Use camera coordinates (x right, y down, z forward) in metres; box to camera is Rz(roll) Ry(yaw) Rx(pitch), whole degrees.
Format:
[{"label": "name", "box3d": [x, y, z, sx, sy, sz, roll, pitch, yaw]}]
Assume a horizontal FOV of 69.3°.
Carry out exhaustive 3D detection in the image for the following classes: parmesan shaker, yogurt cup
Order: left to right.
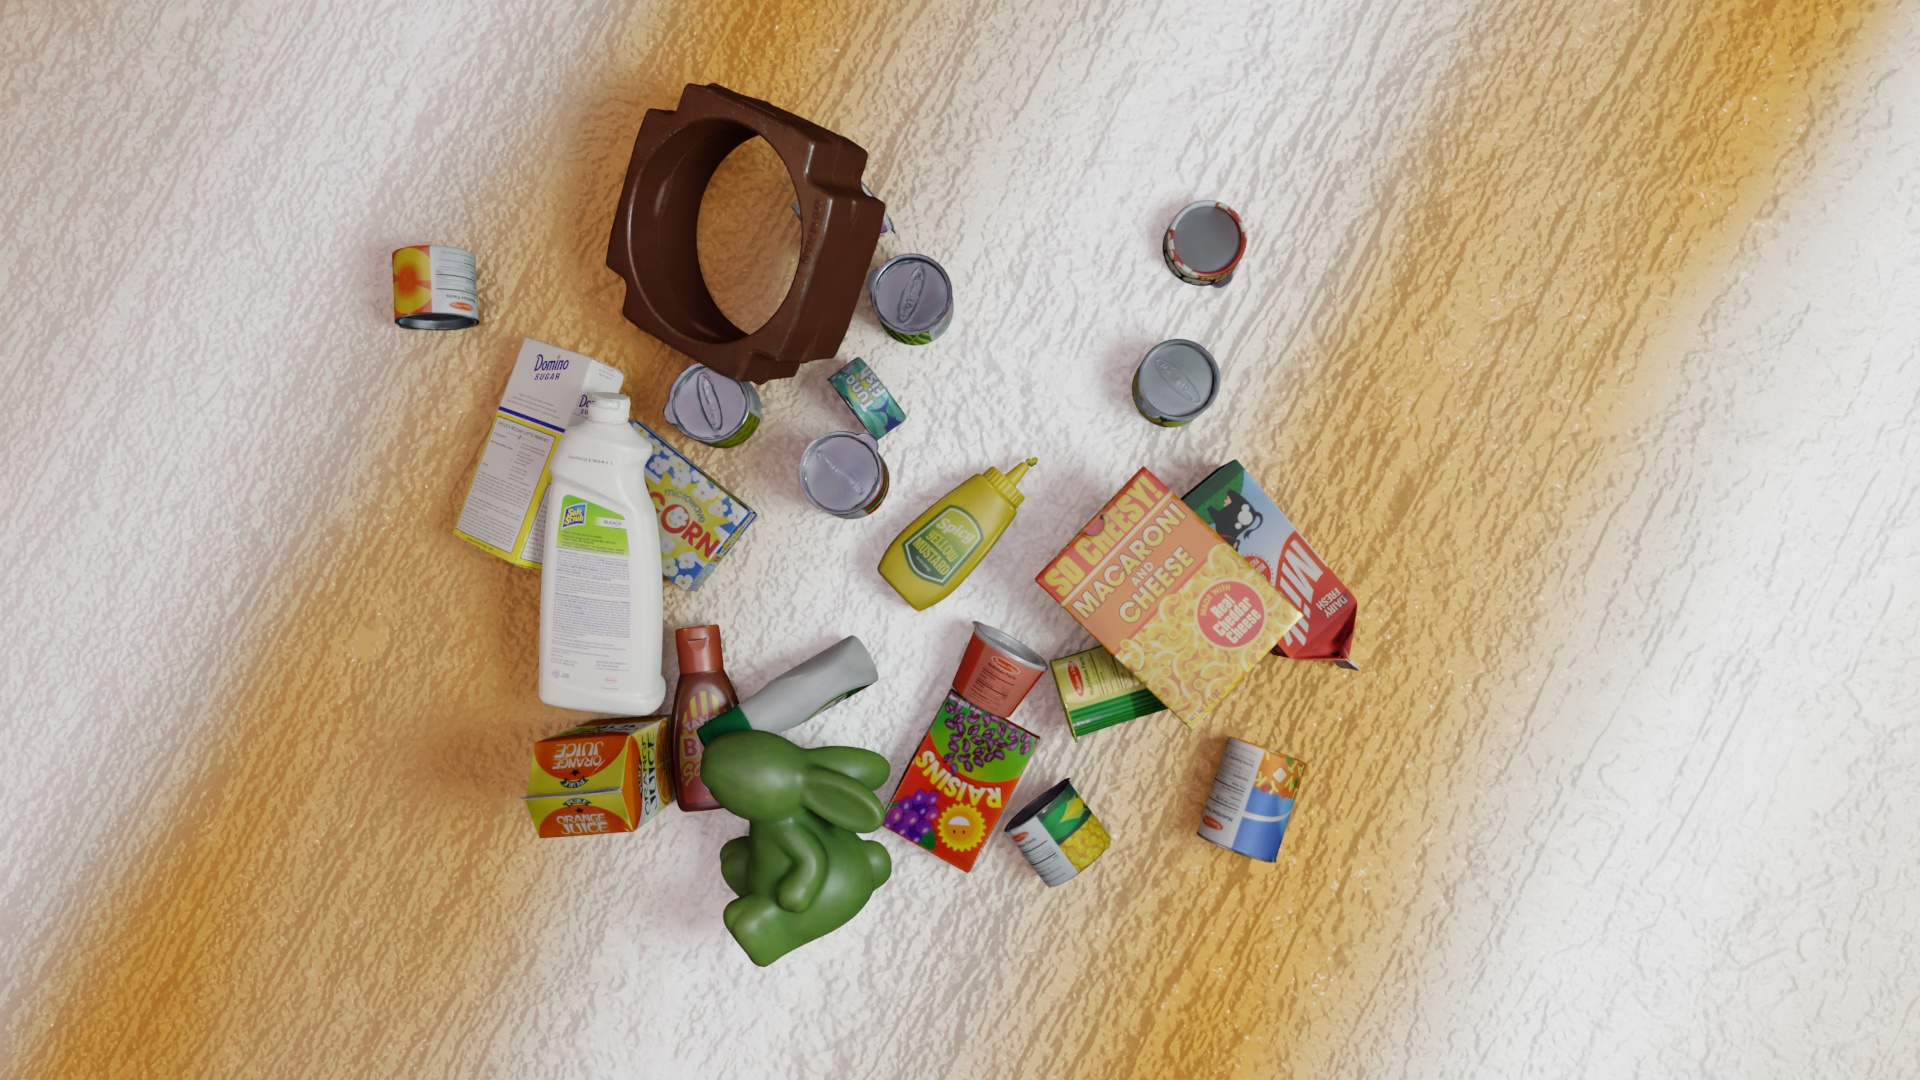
[{"label": "yogurt cup", "box3d": [0.029, 0.107, 1.127, 0.072, 0.072, 0.054, 30, 97, 2]}, {"label": "parmesan shaker", "box3d": [0.131, 0.116, 1.121, 0.103, 0.071, 0.071, -17, 87, 0]}]

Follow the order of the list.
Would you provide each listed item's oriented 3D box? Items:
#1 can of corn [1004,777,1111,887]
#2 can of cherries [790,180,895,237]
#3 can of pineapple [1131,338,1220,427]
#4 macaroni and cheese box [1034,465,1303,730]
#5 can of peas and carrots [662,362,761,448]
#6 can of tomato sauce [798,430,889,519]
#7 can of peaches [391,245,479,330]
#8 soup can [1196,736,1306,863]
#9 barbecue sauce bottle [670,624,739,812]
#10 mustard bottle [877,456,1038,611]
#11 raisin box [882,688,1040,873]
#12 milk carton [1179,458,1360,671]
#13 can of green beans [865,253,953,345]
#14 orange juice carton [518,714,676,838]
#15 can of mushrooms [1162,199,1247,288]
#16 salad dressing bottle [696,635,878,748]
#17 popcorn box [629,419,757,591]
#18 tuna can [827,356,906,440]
[{"label": "can of corn", "box3d": [0.080, 0.235, 1.119, 0.071, 0.071, 0.058, -37, 88, 0]}, {"label": "can of cherries", "box3d": [-0.096, -0.265, 1.146, 0.058, 0.071, 0.071, -39, 87, 0]}, {"label": "can of pineapple", "box3d": [0.174, -0.127, 1.137, 0.071, 0.058, 0.071, 0, 87, 1]}, {"label": "macaroni and cheese box", "box3d": [0.159, 0.043, 1.069, 0.166, 0.040, 0.123, 44, 92, 4]}, {"label": "can of peas and carrots", "box3d": [-0.203, -0.109, 1.144, 0.071, 0.058, 0.071, 0, 88, 2]}, {"label": "can of tomato sauce", "box3d": [-0.092, -0.053, 1.126, 0.071, 0.083, 0.071, 0, 88, 1]}, {"label": "can of peaches", "box3d": [-0.437, -0.208, 1.150, 0.071, 0.071, 0.058, -4, 88, 1]}, {"label": "soup can", "box3d": [0.236, 0.208, 1.117, 0.071, 0.071, 0.084, 19, 88, 2]}, {"label": "barbecue sauce bottle", "box3d": [-0.208, 0.144, 1.139, 0.065, 0.043, 0.148, -7, 87, -8]}, {"label": "mustard bottle", "box3d": [0.004, -0.014, 1.139, 0.065, 0.049, 0.160, 44, 89, 1]}, {"label": "raisin box", "box3d": [-0.001, 0.195, 1.135, 0.086, 0.040, 0.123, 28, 87, 2]}, {"label": "milk carton", "box3d": [0.251, 0.031, 1.121, 0.073, 0.072, 0.190, -40, 88, 0]}, {"label": "can of green beans", "box3d": [-0.039, -0.198, 1.145, 0.071, 0.058, 0.071, 0, 88, 1]}, {"label": "orange juice carton", "box3d": [-0.274, 0.180, 1.064, 0.072, 0.192, 0.073, -4, 89, 0]}, {"label": "can of mushrooms", "box3d": [0.204, -0.245, 1.154, 0.071, 0.033, 0.071, 0, 87, 1]}, {"label": "salad dressing bottle", "box3d": [-0.139, 0.130, 1.116, 0.148, 0.064, 0.044, -29, 93, -17]}, {"label": "popcorn box", "box3d": [-0.246, -0.029, 1.150, 0.127, 0.038, 0.085, 38, 89, 3]}, {"label": "tuna can", "box3d": [-0.077, -0.116, 1.135, 0.033, 0.071, 0.071, -38, 87, -1]}]
